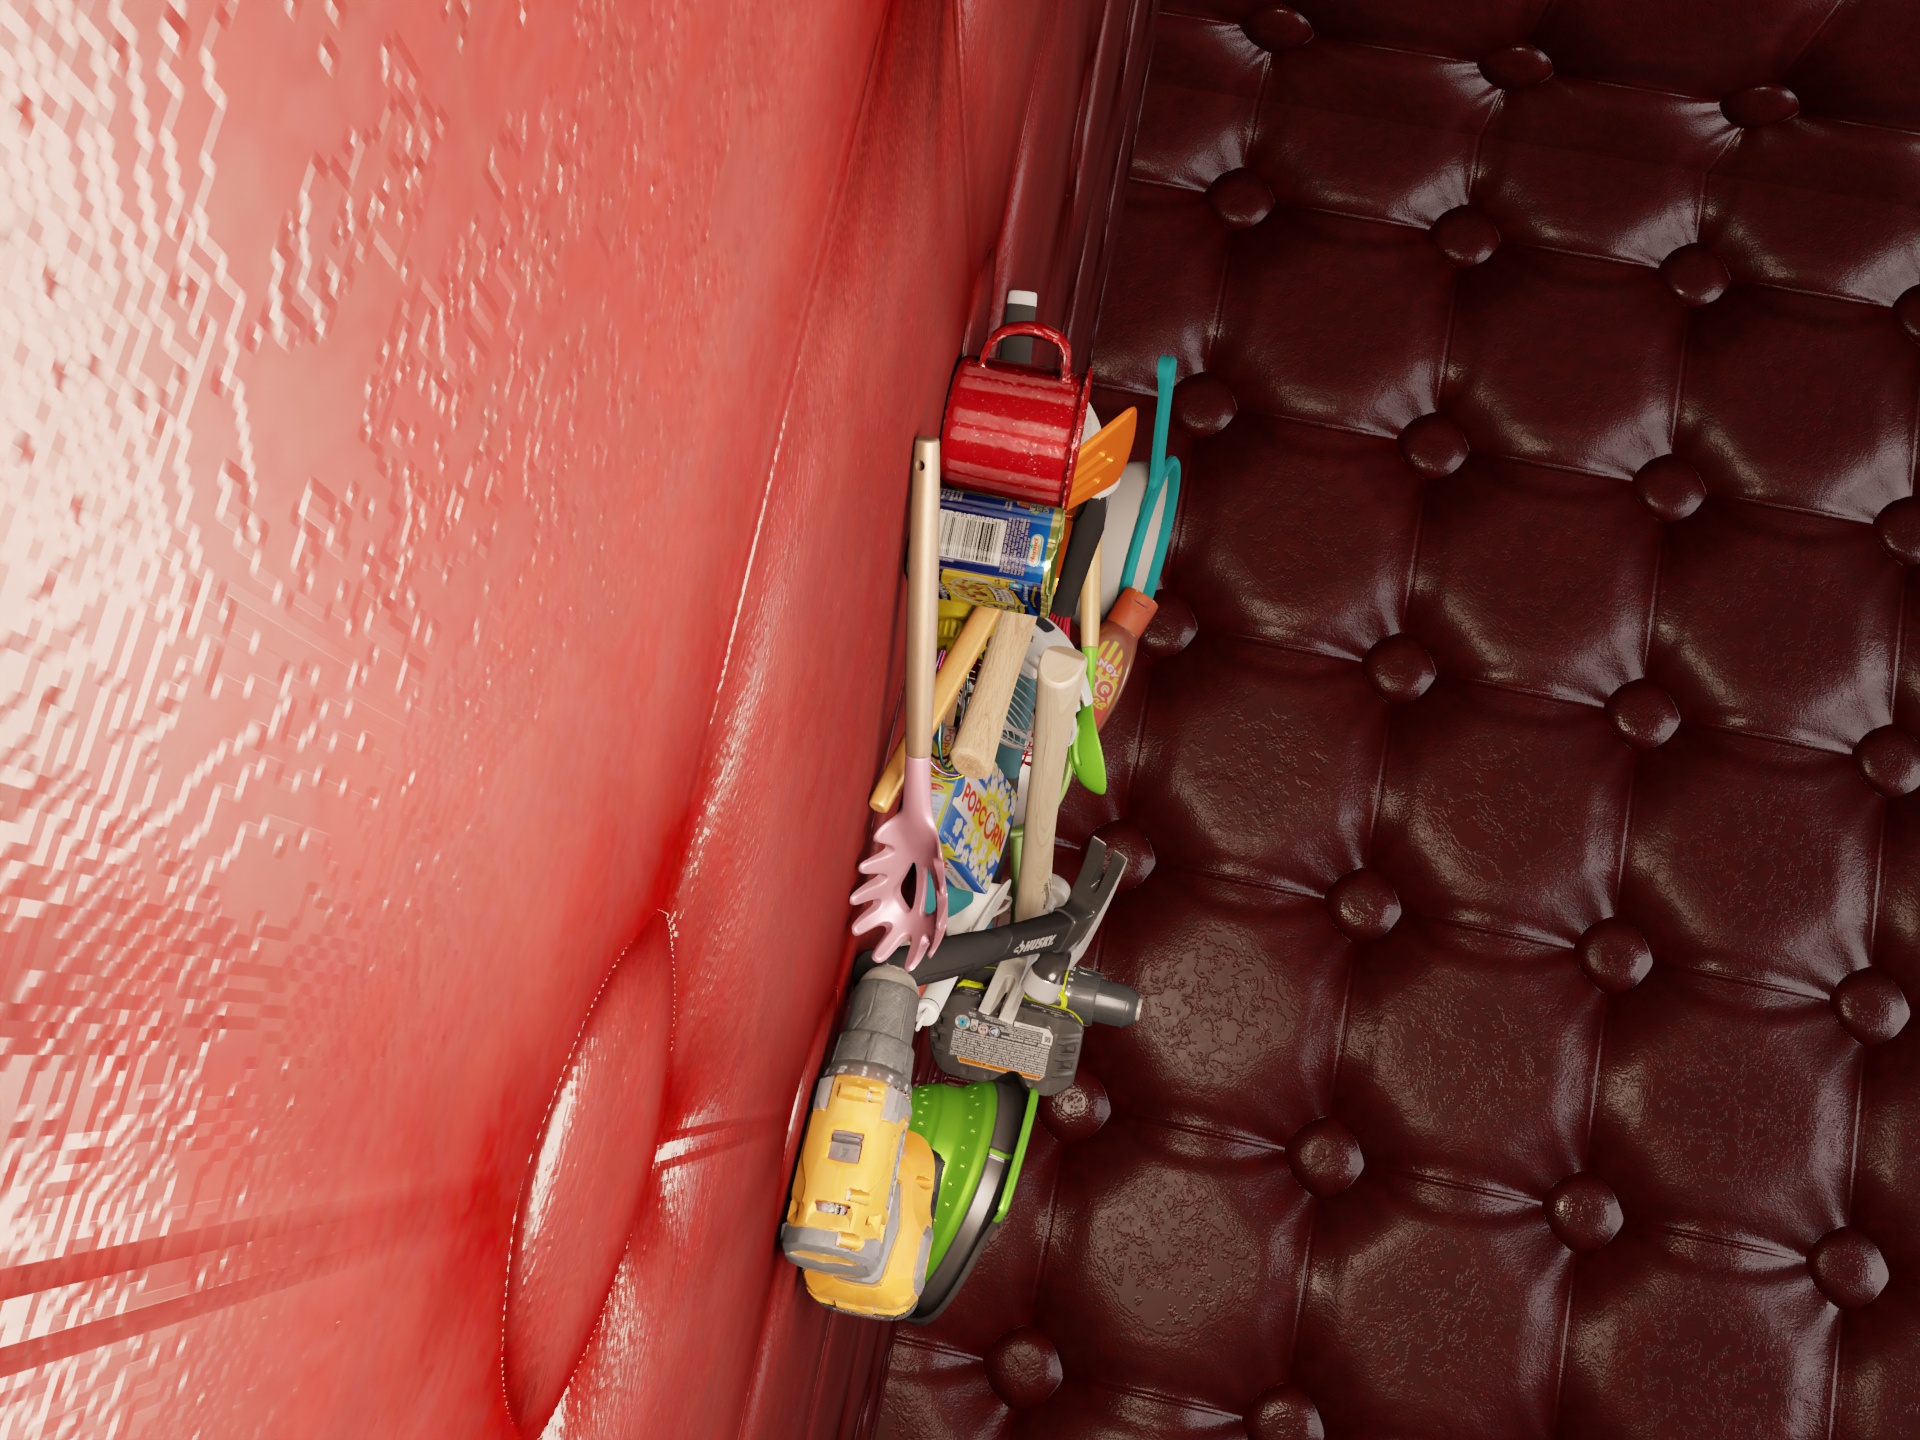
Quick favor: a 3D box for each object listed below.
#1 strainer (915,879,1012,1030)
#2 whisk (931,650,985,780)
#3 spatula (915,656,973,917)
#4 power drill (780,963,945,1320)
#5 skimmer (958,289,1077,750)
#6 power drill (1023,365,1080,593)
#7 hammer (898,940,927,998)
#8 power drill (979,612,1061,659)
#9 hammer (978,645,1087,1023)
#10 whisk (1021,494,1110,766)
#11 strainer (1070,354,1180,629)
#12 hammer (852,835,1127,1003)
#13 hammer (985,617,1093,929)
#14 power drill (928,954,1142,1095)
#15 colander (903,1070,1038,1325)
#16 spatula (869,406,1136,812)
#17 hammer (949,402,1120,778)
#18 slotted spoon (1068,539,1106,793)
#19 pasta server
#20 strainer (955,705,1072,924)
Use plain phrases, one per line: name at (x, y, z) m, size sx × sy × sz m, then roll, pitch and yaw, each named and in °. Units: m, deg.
strainer at (-0.004, 0.184, 1.274) m, size 0.087 × 0.050 × 0.258 m, roll -61°, pitch 177°, yaw 20°
whisk at (0.001, -0.079, 1.129) m, size 0.051 × 0.047 × 0.245 m, roll 16°, pitch 78°, yaw -57°
spatula at (-0.002, -0.004, 1.238) m, size 0.082 × 0.044 × 0.317 m, roll -13°, pitch 114°, yaw -62°
power drill at (-0.057, 0.277, 1.022) m, size 0.226 × 0.084 × 0.185 m, roll 86°, pitch 14°, yaw -58°
skimmer at (0.052, -0.151, 1.262) m, size 0.090 × 0.127 × 0.363 m, roll -6°, pitch 106°, yaw -42°
power drill at (0.066, -0.201, 1.414) m, size 0.226 × 0.084 × 0.164 m, roll 72°, pitch 29°, yaw -74°
hammer at (-0.040, 0.249, 1.457) m, size 0.359 × 0.037 × 0.149 m, roll 64°, pitch 38°, yaw -83°
power drill at (0.042, -0.012, 1.633) m, size 0.171 × 0.080 × 0.223 m, roll -82°, pitch -176°, yaw -70°
hammer at (0.060, 0.091, 1.260) m, size 0.410 × 0.038 × 0.146 m, roll 92°, pitch 20°, yaw -54°
whisk at (0.082, -0.080, 1.374) m, size 0.073 × 0.073 × 0.295 m, roll -73°, pitch 179°, yaw -56°
strainer at (0.150, -0.216, 1.555) m, size 0.340 × 0.095 × 0.211 m, roll 91°, pitch 19°, yaw -46°
hammer at (0.023, 0.163, 1.173) m, size 0.334 × 0.035 × 0.146 m, roll 2°, pitch 119°, yaw -61°
hammer at (0.036, 0.055, 1.401) m, size 0.033 × 0.128 × 0.330 m, roll -26°, pitch 135°, yaw -47°
power drill at (0.071, 0.276, 1.507) m, size 0.228 × 0.190 × 0.080 m, roll -31°, pitch 132°, yaw -78°
colander at (-0.063, 0.394, 1.294) m, size 0.397 × 0.094 × 0.205 m, roll -56°, pitch -169°, yaw 51°
spatula at (0.029, -0.072, 1.015) m, size 0.323 × 0.041 × 0.081 m, roll -61°, pitch 169°, yaw -25°
hammer at (0.049, -0.105, 1.142) m, size 0.129 × 0.031 × 0.331 m, roll 57°, pitch 42°, yaw -46°
slotted spoon at (0.115, -0.091, 1.427) m, size 0.070 × 0.031 × 0.314 m, roll 168°, pitch -77°, yaw -80°
pasta server at (-0.027, -0.003, 0.900) m, size 0.040 × 0.060 × 0.316 m, roll -38°, pitch 136°, yaw -55°
strainer at (0.038, 0.084, 1.525) m, size 0.151 × 0.069 × 0.256 m, roll -15°, pitch 109°, yaw -43°
